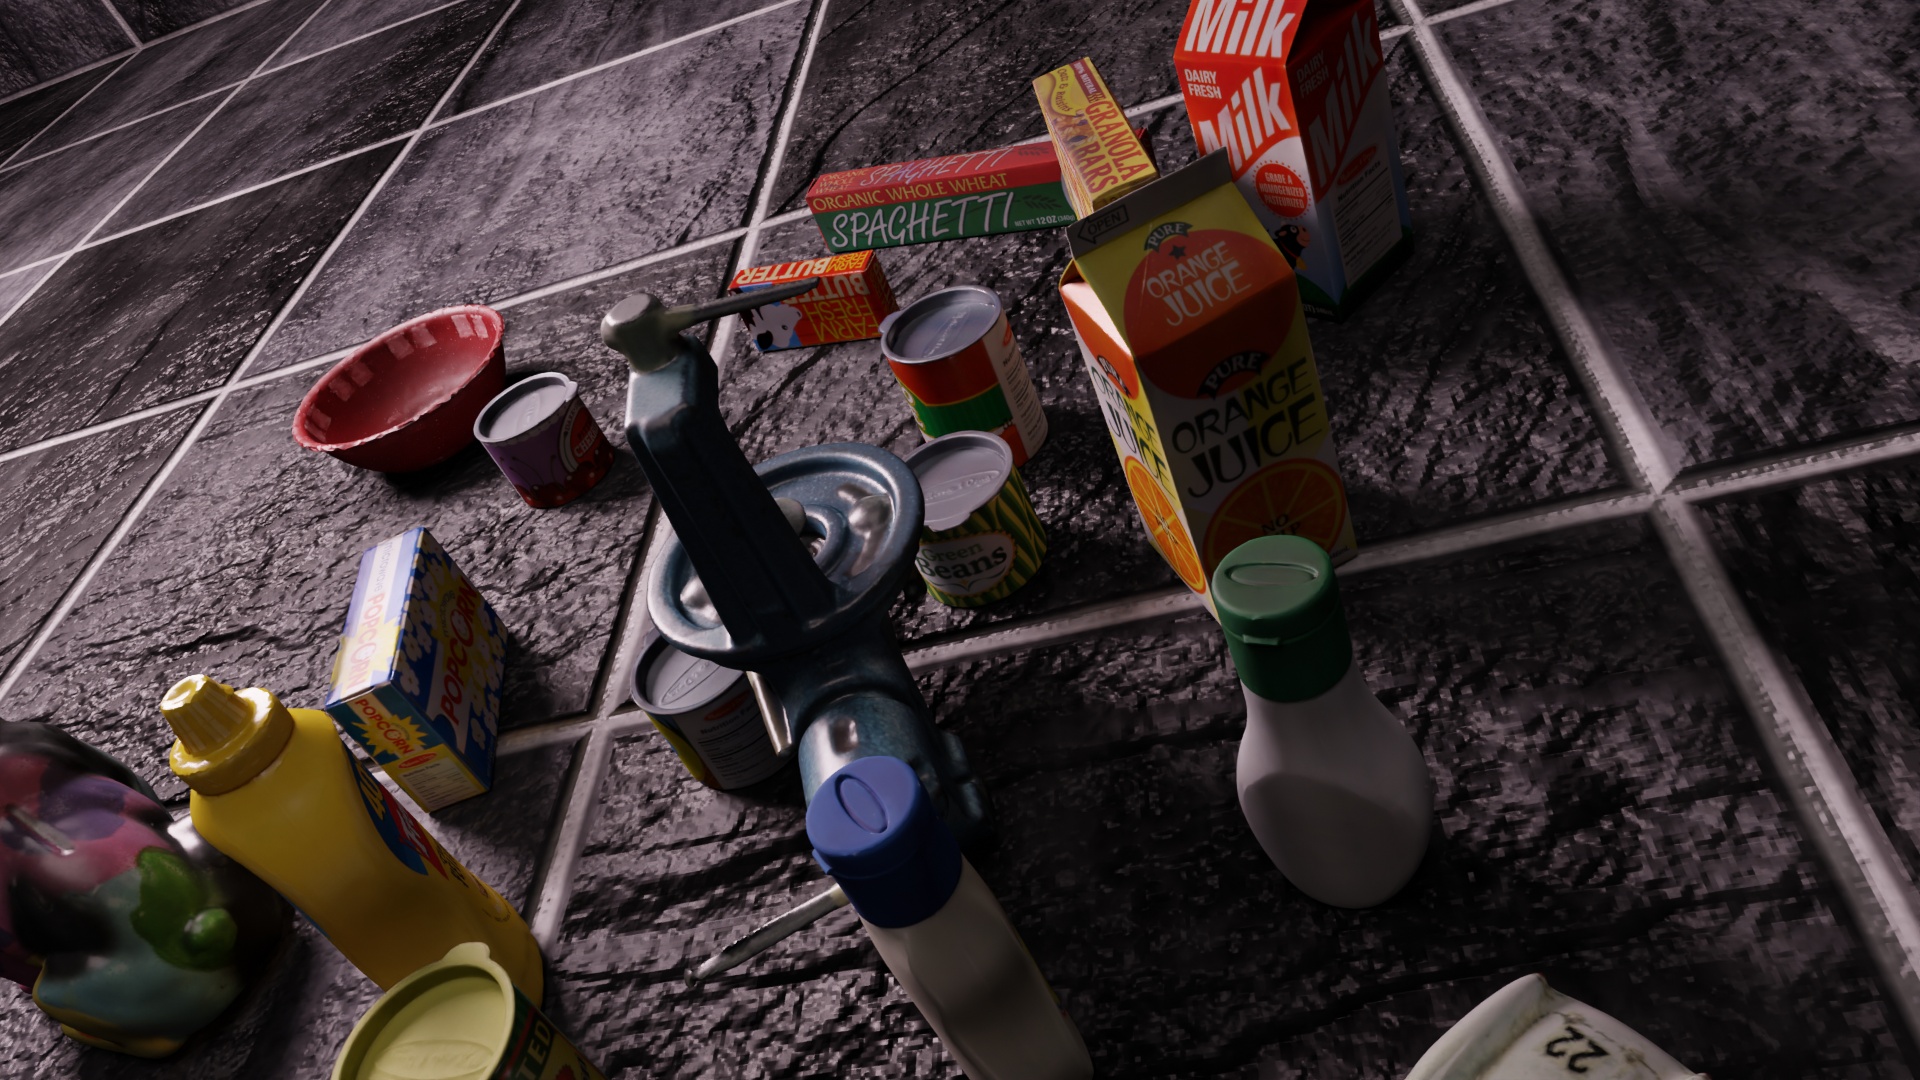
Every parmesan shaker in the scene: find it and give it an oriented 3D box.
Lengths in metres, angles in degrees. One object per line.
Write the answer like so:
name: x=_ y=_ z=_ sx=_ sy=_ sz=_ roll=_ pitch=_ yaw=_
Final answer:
parmesan shaker: x=-0.156 y=0.197 z=0.480 sx=0.071 sy=0.102 sz=0.072 roll=-15 pitch=39 yaw=13

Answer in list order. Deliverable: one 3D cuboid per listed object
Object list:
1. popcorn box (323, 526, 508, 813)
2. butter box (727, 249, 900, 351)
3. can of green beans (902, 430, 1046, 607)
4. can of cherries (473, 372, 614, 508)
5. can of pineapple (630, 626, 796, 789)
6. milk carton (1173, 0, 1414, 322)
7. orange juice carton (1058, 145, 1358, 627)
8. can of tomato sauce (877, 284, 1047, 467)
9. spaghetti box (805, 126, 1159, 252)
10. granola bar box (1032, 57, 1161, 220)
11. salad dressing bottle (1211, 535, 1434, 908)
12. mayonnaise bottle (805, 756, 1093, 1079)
popcorn box: x=-0.274 y=0.064 z=0.712 sx=0.038 sy=0.085 sz=0.127 roll=-22 pitch=38 yaw=4
butter box: x=-0.093 y=-0.153 z=0.892 sx=0.103 sy=0.053 sz=0.024 roll=-3 pitch=43 yaw=25
can of green beans: x=0.003 y=-0.010 z=0.672 sx=0.071 sy=0.057 sz=0.071 roll=-15 pitch=39 yaw=13
can of cherries: x=-0.258 y=-0.063 z=0.872 sx=0.071 sy=0.058 sz=0.072 roll=-15 pitch=39 yaw=13
can of pineapple: x=-0.109 y=0.070 z=0.638 sx=0.071 sy=0.057 sz=0.071 roll=-15 pitch=39 yaw=13
milk carton: x=0.170 y=-0.214 z=0.712 sx=0.074 sy=0.189 sz=0.072 roll=-43 pitch=41 yaw=-21
orange juice carton: x=0.100 y=-0.064 z=0.573 sx=0.072 sy=0.191 sz=0.073 roll=-28 pitch=38 yaw=-4
can of tomato sauce: x=0.002 y=-0.082 z=0.736 sx=0.071 sy=0.082 sz=0.071 roll=-15 pitch=39 yaw=13
spaghetti box: x=0.010 y=-0.232 z=0.931 sx=0.250 sy=0.050 sz=0.029 roll=0 pitch=44 yaw=28
granola bar box: x=0.089 y=-0.177 z=0.765 sx=0.039 sy=0.123 sz=0.166 roll=-20 pitch=38 yaw=6
salad dressing bottle: x=0.117 y=0.062 z=0.455 sx=0.064 sy=0.147 sz=0.044 roll=2 pitch=46 yaw=30
mayonnaise bottle: x=-0.003 y=0.128 z=0.443 sx=0.041 sy=0.147 sz=0.065 roll=-35 pitch=39 yaw=-13
